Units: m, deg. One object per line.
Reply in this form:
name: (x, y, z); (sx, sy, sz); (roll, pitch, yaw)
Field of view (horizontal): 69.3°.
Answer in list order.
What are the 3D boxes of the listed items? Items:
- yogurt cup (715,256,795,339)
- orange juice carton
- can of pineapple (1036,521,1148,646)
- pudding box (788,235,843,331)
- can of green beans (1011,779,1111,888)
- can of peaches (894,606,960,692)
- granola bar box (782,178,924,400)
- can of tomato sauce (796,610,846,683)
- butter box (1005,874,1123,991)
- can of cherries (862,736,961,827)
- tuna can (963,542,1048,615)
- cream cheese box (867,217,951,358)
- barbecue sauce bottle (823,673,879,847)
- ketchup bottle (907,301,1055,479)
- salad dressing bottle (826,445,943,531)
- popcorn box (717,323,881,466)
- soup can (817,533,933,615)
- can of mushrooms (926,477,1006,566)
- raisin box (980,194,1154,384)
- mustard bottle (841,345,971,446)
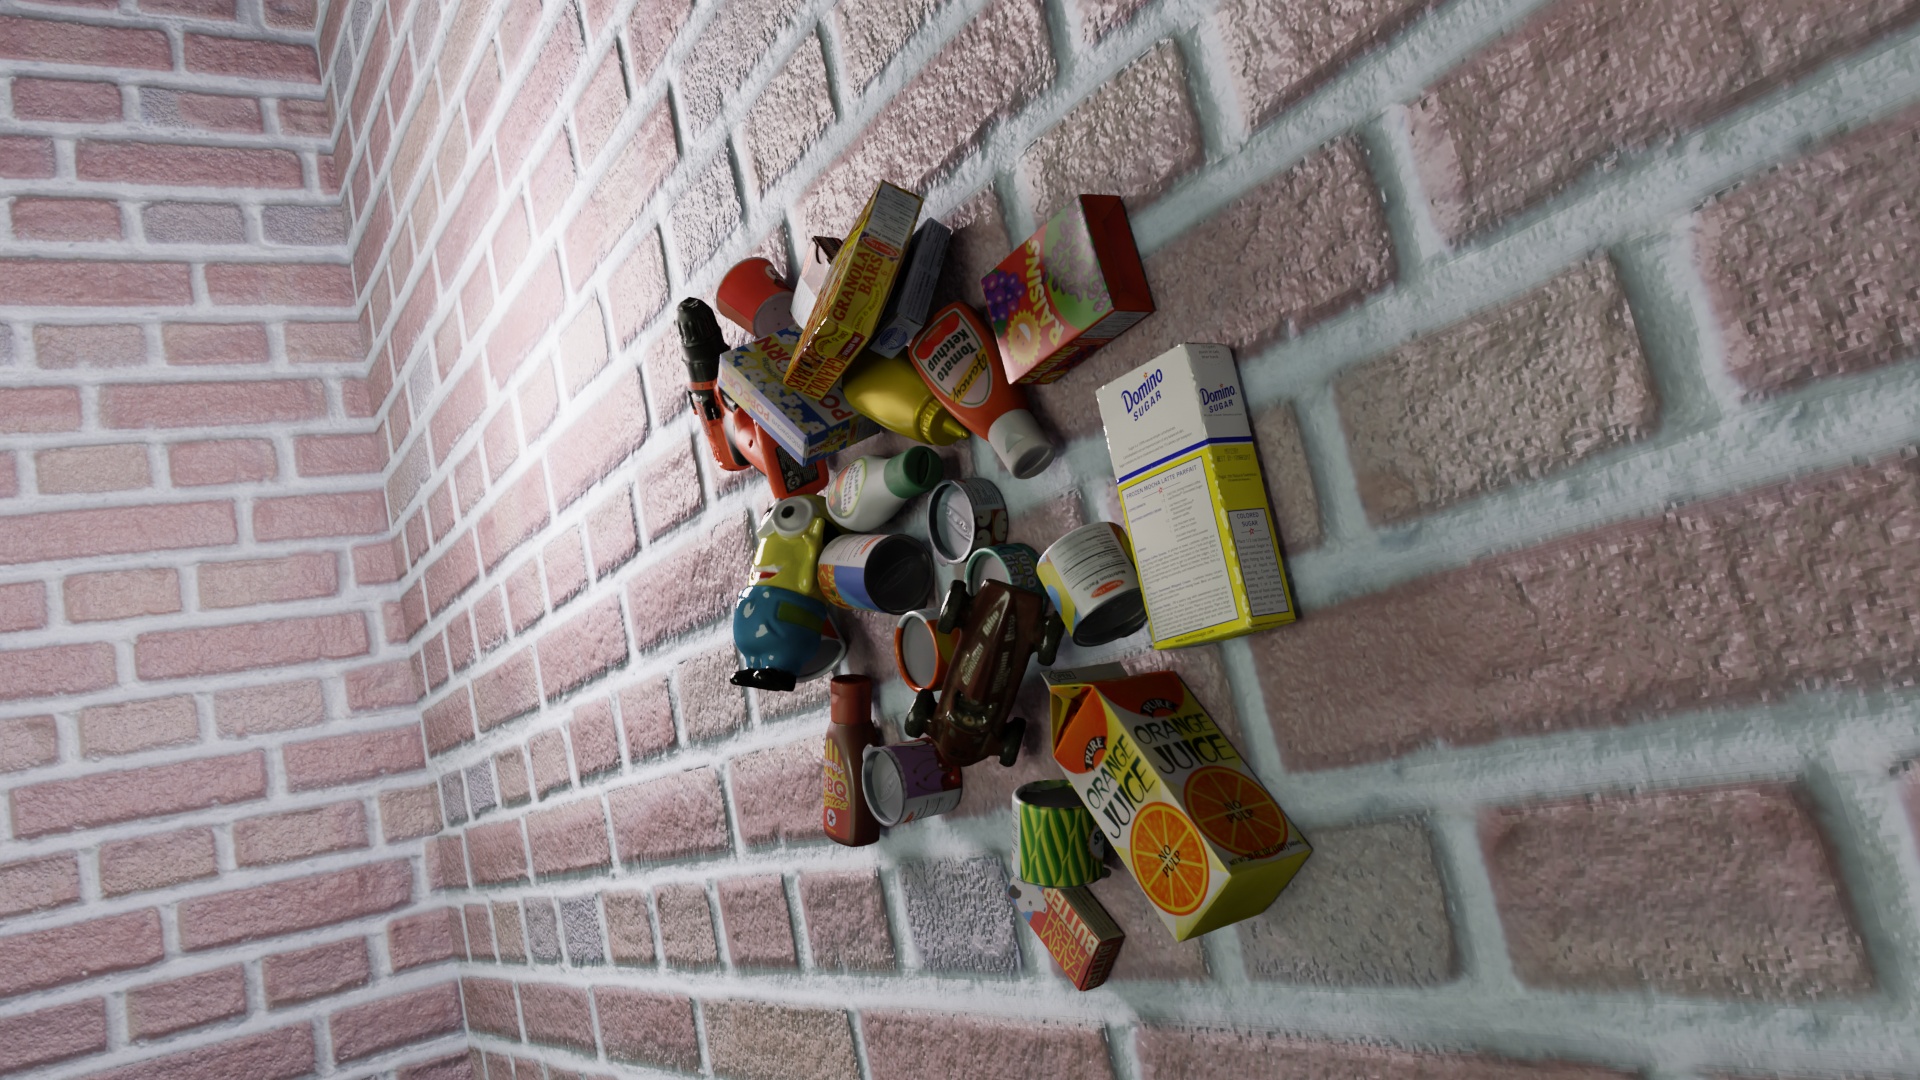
yogurt cup: (-0.186, -0.222, 1.294); (0.054, 0.073, 0.072); (43, 130, 28)
orange juice carton: (0.126, 0.150, 0.886); (0.193, 0.072, 0.072); (55, 136, 35)
can of pineapple: (0.092, 0.030, 0.924); (0.058, 0.071, 0.070); (63, 141, 29)
pudding box: (-0.121, -0.221, 1.229); (0.050, 0.030, 0.083); (56, 137, 36)
can of green beans: (0.069, 0.207, 0.985); (0.071, 0.071, 0.057); (12, 105, 55)
can of peaches: (-0.011, 0.086, 1.091); (0.071, 0.058, 0.071); (12, 104, 55)
granola bar box: (-0.086, -0.192, 1.093); (0.124, 0.039, 0.165); (-70, 13, -16)
can of tomato sauce: (-0.154, 0.082, 1.290); (0.083, 0.071, 0.070); (57, 138, 33)
butter box: (0.075, 0.275, 1.024); (0.104, 0.024, 0.052); (47, 131, 42)
can of cherries: (-0.041, 0.196, 1.153); (0.071, 0.058, 0.071); (15, 109, 55)
tuna can: (0.034, 0.035, 1.038); (0.071, 0.033, 0.071); (14, 107, 55)
cream cheese box: (-0.039, -0.196, 1.073); (0.053, 0.024, 0.104); (-36, 33, 52)
barbecue sauce bottle: (-0.098, 0.196, 1.250); (0.065, 0.044, 0.148); (15, 107, 55)
ketchup bottle: (0.019, -0.108, 1.023); (0.064, 0.043, 0.149); (-43, 56, 16)
salad dressing bottle: (-0.063, -0.046, 1.146); (0.147, 0.044, 0.064); (-19, 58, 60)
popcorn box: (-0.137, -0.126, 1.191); (0.127, 0.085, 0.038); (43, 143, 26)
soup can: (-0.071, 0.030, 1.166); (0.083, 0.071, 0.071); (1, 96, 56)
can of mushrooms: (0.004, -0.013, 1.075); (0.071, 0.033, 0.071); (13, 106, 54)
raisin box: (0.070, -0.169, 0.948); (0.123, 0.040, 0.086); (-31, 70, 52)
mustard bottle: (-0.036, -0.110, 1.103); (0.160, 0.049, 0.065); (40, 114, 44)
